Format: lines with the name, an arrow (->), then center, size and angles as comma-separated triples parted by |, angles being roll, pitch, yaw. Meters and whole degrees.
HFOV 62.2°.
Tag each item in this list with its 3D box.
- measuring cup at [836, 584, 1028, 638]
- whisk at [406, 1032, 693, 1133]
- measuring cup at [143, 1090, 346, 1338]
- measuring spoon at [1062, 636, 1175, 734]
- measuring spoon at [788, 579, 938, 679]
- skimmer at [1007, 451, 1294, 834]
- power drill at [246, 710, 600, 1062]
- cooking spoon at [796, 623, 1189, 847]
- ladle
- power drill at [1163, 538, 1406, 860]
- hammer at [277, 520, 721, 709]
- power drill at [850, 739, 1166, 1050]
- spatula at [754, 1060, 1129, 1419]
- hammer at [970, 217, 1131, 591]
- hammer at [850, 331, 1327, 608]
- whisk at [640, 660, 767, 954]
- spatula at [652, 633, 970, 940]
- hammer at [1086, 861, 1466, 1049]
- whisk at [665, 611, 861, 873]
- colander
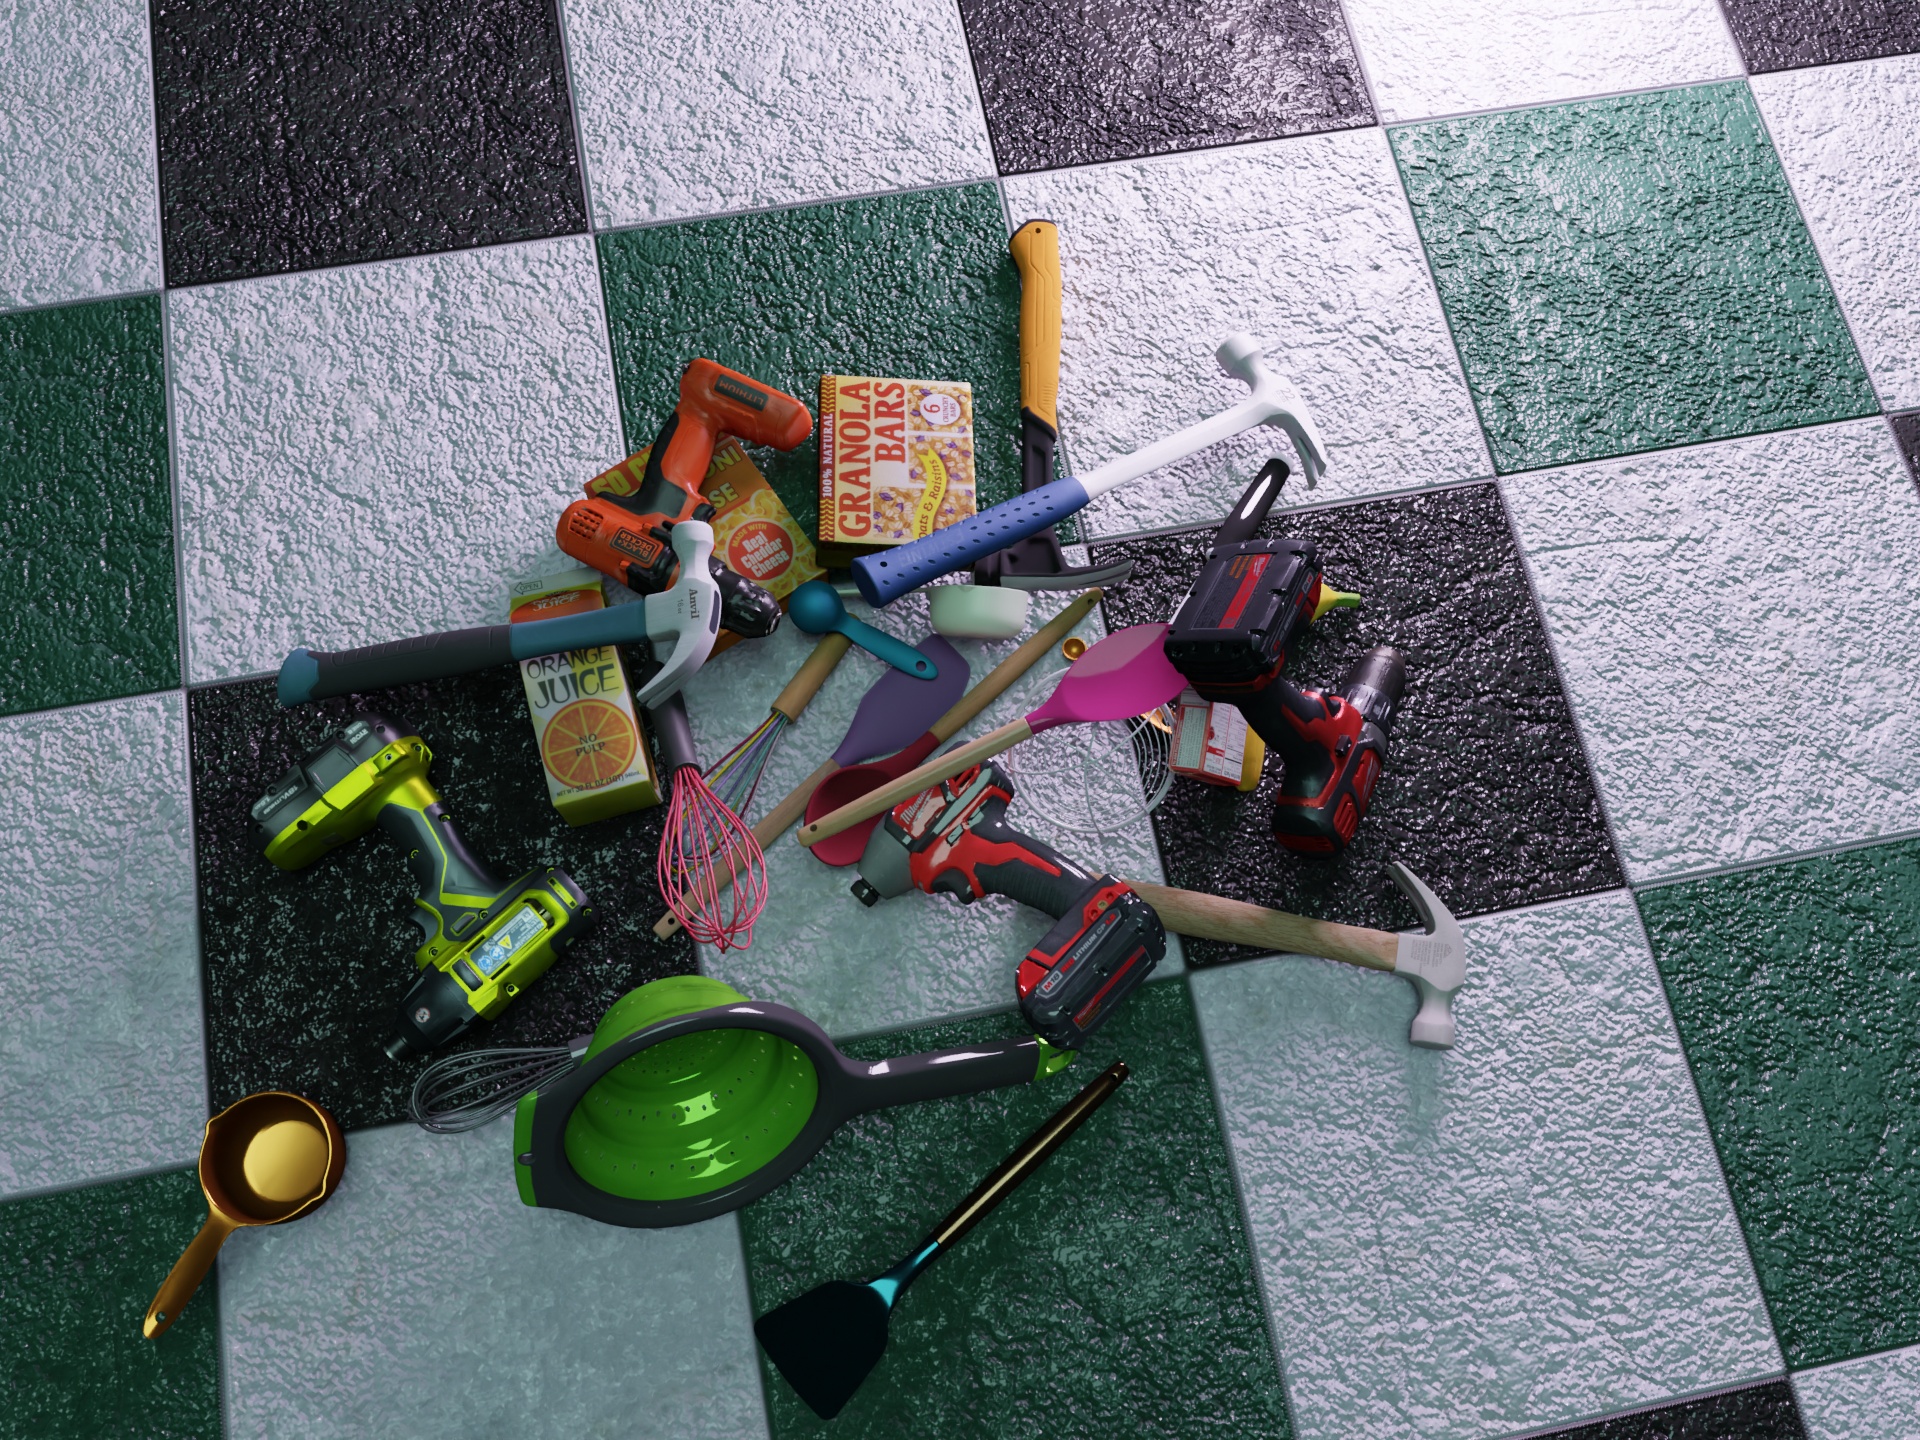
measuring cup -> -0.030, -0.084, 1.237 | 0.167, 0.083, 0.038 | 1, 89, 15
whisk -> -0.273, 0.238, 1.127 | 0.239, 0.055, 0.055 | -17, 74, -13
measuring cup -> -0.488, 0.336, 1.079 | 0.095, 0.052, 0.174 | 29, 75, 6
measuring spoon -> 0.127, -0.025, 1.250 | 0.117, 0.011, 0.021 | 38, 72, 5
measuring spoon -> -0.072, -0.067, 1.218 | 0.128, 0.021, 0.042 | 29, 80, -5
skimmer -> 0.165, -0.072, 1.248 | 0.127, 0.090, 0.363 | 35, 61, 1
power drill -> -0.395, 0.119, 1.141 | 0.171, 0.080, 0.223 | -42, 82, -14
cooking spoon -> 0.026, 0.015, 1.147 | 0.319, 0.017, 0.069 | -26, 64, 0
ladle -> -0.002, -0.004, 1.223 | 0.315, 0.031, 0.069 | -42, 114, -17
power drill -> 0.254, -0.032, 1.165 | 0.080, 0.226, 0.188 | 2, 50, 43
hammer -> -0.334, -0.055, 1.147 | 0.331, 0.033, 0.128 | -9, 73, 7
power drill -> 0.027, 0.125, 1.136 | 0.143, 0.078, 0.220 | -45, 60, -8
spatula -> 0.000, 0.348, 1.116 | 0.317, 0.044, 0.082 | -38, 78, -18
hammer -> 0.073, -0.264, 1.305 | 0.127, 0.034, 0.337 | -1, 71, 4
hammer -> 0.104, -0.177, 1.224 | 0.405, 0.035, 0.144 | -26, 70, -21
whisk -> -0.191, 0.050, 1.125 | 0.073, 0.073, 0.296 | -17, 43, -8
spatula -> -0.111, 0.053, 1.206 | 0.316, 0.018, 0.060 | -43, 89, -15
hammer -> 0.211, 0.149, 1.185 | 0.331, 0.031, 0.130 | 11, 72, 1
whisk -> -0.148, 0.015, 1.209 | 0.047, 0.051, 0.245 | 46, 66, -27
colander -> -0.112, 0.235, 1.108 | 0.397, 0.204, 0.095 | -5, 37, -21
